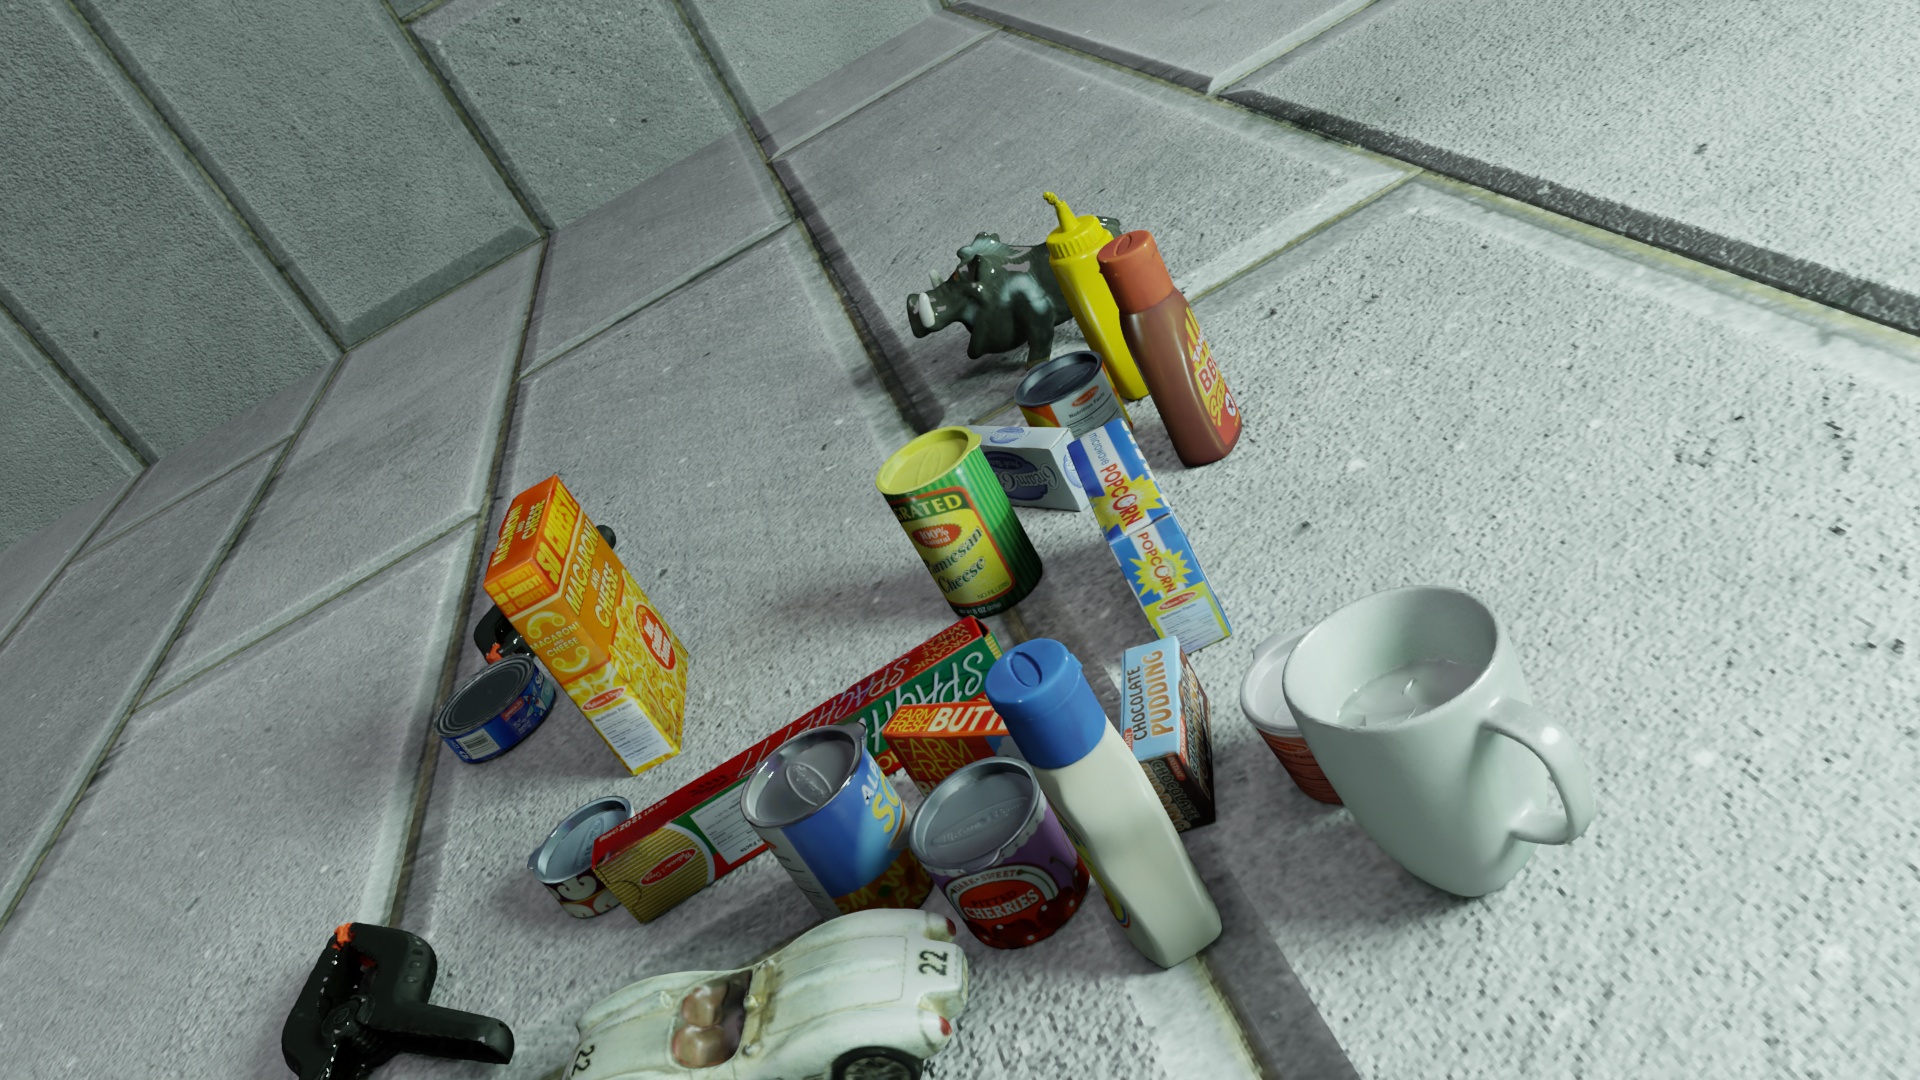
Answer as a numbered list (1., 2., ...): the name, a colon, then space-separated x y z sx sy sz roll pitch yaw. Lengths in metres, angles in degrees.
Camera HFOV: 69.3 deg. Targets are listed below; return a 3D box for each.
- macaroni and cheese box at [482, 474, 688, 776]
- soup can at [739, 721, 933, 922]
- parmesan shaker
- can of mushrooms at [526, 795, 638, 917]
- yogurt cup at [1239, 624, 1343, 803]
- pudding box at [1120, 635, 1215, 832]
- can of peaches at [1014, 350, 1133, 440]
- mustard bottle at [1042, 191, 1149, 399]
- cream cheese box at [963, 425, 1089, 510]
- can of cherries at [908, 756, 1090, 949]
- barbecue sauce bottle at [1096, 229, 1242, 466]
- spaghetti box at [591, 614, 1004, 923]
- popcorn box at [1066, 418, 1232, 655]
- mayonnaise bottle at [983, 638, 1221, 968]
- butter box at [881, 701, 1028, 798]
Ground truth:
1. macaroni and cheese box: -0.241 0.055 0.913 0.040 0.166 0.124 -27 28 6
2. soup can: -0.056 0.141 0.681 0.071 0.083 0.072 -23 28 13
3. parmesan shaker: 0.003 -0.011 0.855 0.071 0.102 0.071 -23 28 13
4. can of mushrooms: -0.215 0.186 0.814 0.071 0.033 0.071 -23 28 13
5. yogurt cup: 0.163 0.078 0.609 0.072 0.053 0.073 -23 28 13
6. pudding box: 0.097 0.091 0.655 0.030 0.049 0.084 -20 29 20
7. can of peaches: 0.078 -0.090 0.963 0.071 0.058 0.071 -23 28 13
8. mustard bottle: 0.098 -0.176 0.976 0.049 0.159 0.065 -31 27 0
9. cream cheese box: 0.042 -0.050 0.935 0.104 0.053 0.024 7 45 49
10. can of cherries: 0.018 0.144 0.633 0.071 0.058 0.072 -23 28 13
11. barbecue sauce bottle: 0.130 -0.121 0.867 0.043 0.148 0.065 -15 31 28
12. spaghetti box: -0.083 0.126 0.769 0.250 0.050 0.029 -31 27 -2
13. popcorn box: 0.102 -0.004 0.768 0.038 0.085 0.127 -27 28 7
14. mayonnaise bottle: 0.057 0.105 0.564 0.041 0.147 0.065 -33 28 -4
15. butter box: 0.014 0.107 0.703 0.103 0.053 0.024 -7 35 37
